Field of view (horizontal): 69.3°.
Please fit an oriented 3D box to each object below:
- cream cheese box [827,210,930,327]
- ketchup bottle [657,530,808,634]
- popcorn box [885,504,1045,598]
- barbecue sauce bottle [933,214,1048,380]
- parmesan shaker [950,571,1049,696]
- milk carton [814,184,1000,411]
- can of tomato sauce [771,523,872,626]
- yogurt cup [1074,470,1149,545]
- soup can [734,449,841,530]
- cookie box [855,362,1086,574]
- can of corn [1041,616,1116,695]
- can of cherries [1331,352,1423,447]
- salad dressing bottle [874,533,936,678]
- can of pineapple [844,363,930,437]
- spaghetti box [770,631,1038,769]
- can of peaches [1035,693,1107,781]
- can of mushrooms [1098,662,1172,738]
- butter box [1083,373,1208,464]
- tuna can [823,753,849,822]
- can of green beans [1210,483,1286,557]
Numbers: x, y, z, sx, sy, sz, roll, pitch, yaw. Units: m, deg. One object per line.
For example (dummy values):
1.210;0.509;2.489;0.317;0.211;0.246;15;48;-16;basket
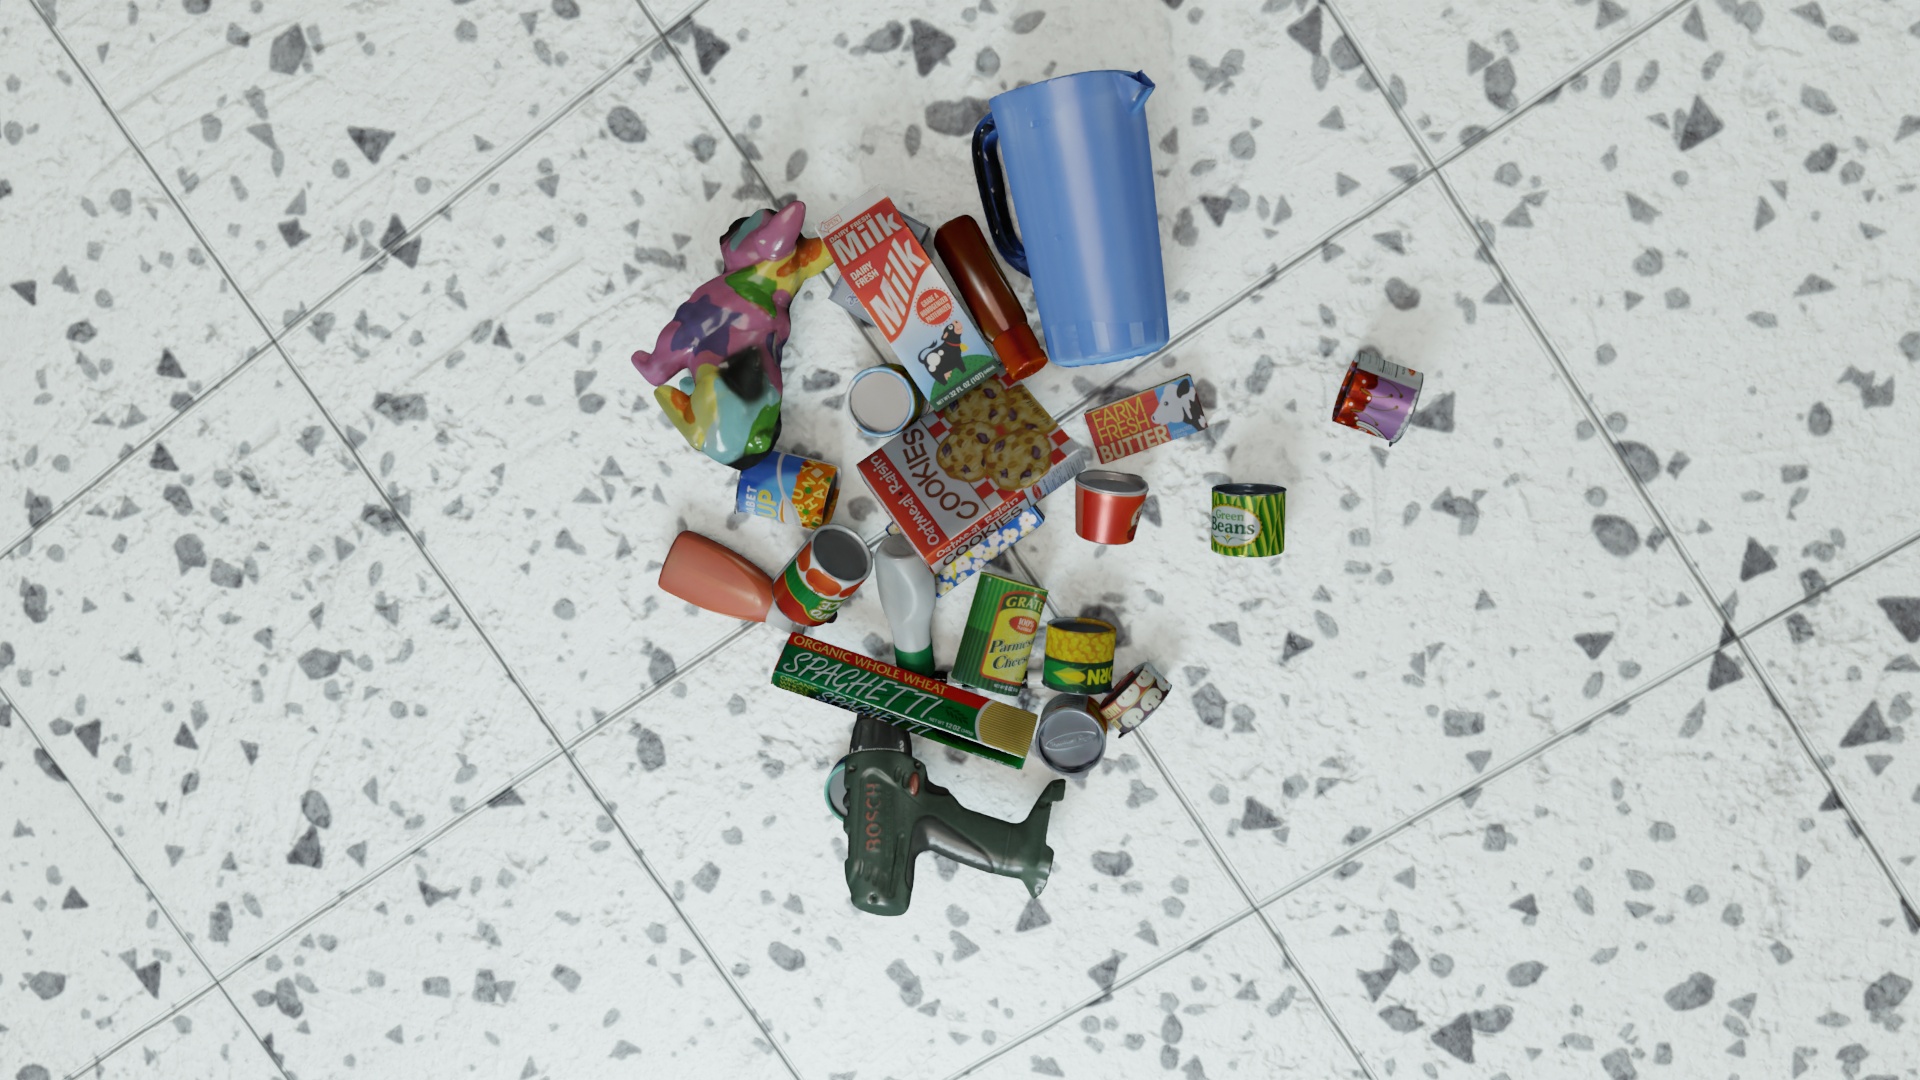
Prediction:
-0.075;-0.254;1.278;0.053;0.024;0.103;29;102;1;cream cheese box
-0.213;0.047;1.338;0.149;0.043;0.064;25;103;3;ketchup bottle
0.005;-0.016;1.300;0.126;0.038;0.085;-36;92;12;popcorn box
0.027;-0.213;1.232;0.044;0.064;0.149;-27;78;0;barbecue sauce bottle
0.039;0.087;1.290;0.071;0.071;0.103;16;90;5;parmesan shaker
-0.047;-0.216;1.233;0.072;0.073;0.190;-33;106;5;milk carton
-0.127;0.034;1.295;0.071;0.071;0.082;43;134;-1;can of tomato sauce
0.135;-0.029;1.268;0.072;0.072;0.053;8;109;6;yogurt cup
-0.161;-0.047;1.302;0.084;0.071;0.071;14;101;5;soup can
0.008;-0.065;1.242;0.167;0.040;0.123;-35;60;-3;cookie box
0.112;0.107;1.290;0.071;0.071;0.058;5;100;7;can of corn
0.364;-0.123;1.218;0.058;0.071;0.071;20;102;4;can of cherries
-0.048;0.065;1.292;0.064;0.044;0.146;32;138;41;salad dressing bottle
-0.068;-0.130;1.281;0.071;0.058;0.071;1;100;8;can of pineapple
-0.052;0.149;1.295;0.250;0.050;0.028;19;142;2;spaghetti box
0.106;0.184;1.309;0.071;0.058;0.071;1;100;7;can of peaches
0.160;0.148;1.290;0.033;0.071;0.071;45;102;-1;can of mushrooms
0.169;-0.110;1.269;0.103;0.024;0.053;-20;96;10;butter box
-0.101;0.244;1.361;0.071;0.033;0.071;1;99;7;tuna can
0.259;-0.019;1.250;0.071;0.071;0.057;1;100;8;can of green beans
